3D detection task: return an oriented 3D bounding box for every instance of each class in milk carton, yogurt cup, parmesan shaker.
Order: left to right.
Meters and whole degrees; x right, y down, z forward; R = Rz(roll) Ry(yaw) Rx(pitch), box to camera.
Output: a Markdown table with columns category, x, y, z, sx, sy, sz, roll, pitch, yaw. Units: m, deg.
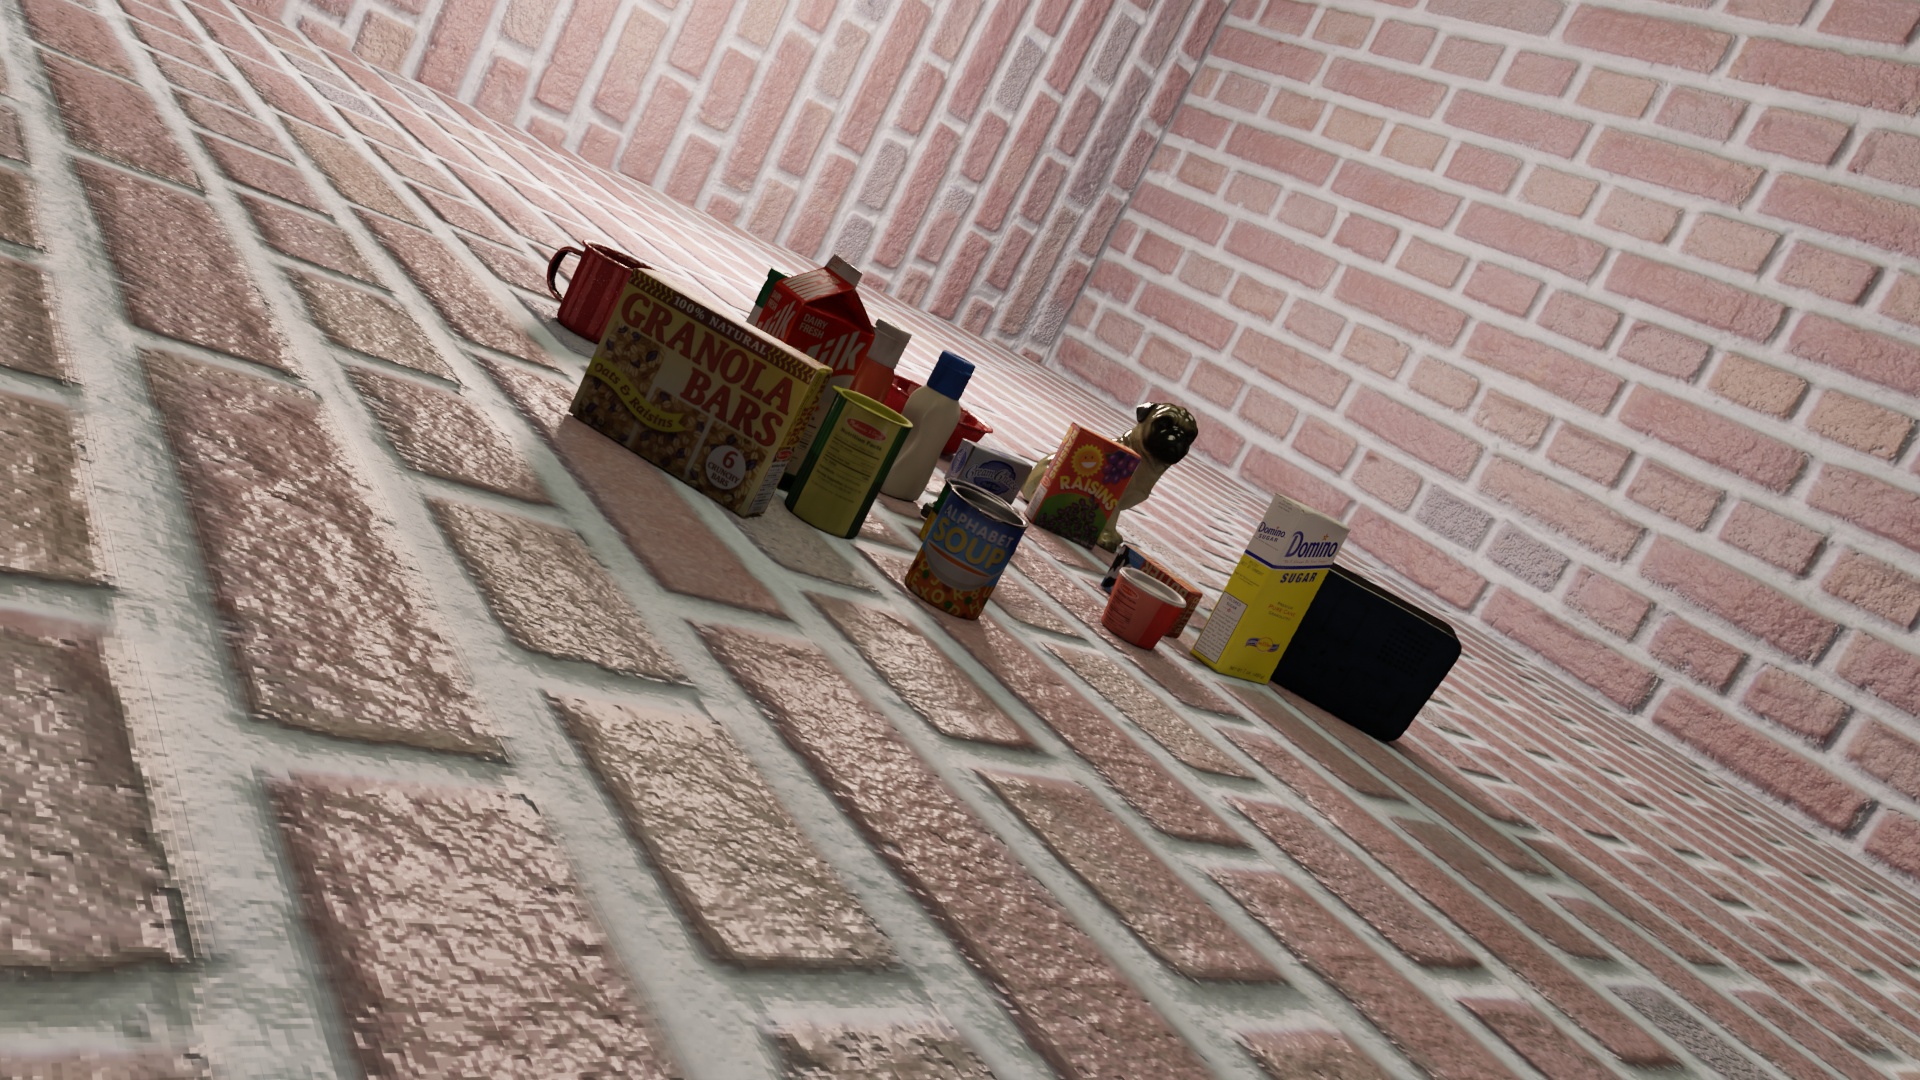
| category | x | y | z | sx | sy | sz | roll | pitch | yaw |
| --- | --- | --- | --- | --- | --- | --- | --- | --- | --- |
| milk carton | -0.135 | -0.144 | 1.150 | 0.073 | 0.190 | 0.072 | 21 | 13 | -33 |
| parmesan shaker | -0.093 | -0.063 | 1.111 | 0.071 | 0.103 | 0.071 | 27 | 11 | -6 |
| yogurt cup | 0.165 | 0.064 | 1.270 | 0.072 | 0.054 | 0.072 | 27 | 11 | -6 |

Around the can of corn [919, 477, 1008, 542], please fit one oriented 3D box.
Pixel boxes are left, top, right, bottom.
| category | x | y | z | sx | sy | sz | roll | pitch | yaw |
| --- | --- | --- | --- | --- | --- | --- | --- | --- | --- |
| can of corn | 0.004 | -0.016 | 1.239 | 0.071 | 0.058 | 0.071 | 27 | 11 | -6 |

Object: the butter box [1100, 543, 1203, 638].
| category | x | y | z | sx | sy | sz | roll | pitch | yaw |
| --- | --- | --- | --- | --- | --- | --- | --- | --- | --- |
| butter box | 0.191 | 0.050 | 1.392 | 0.024 | 0.053 | 0.104 | 17 | 16 | -45 |

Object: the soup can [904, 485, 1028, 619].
| category | x | y | z | sx | sy | sz | roll | pitch | yaw |
| --- | --- | --- | --- | --- | --- | --- | --- | --- | --- |
| soup can | 0.004 | 0.010 | 1.064 | 0.071 | 0.083 | 0.071 | 27 | 11 | -6 |

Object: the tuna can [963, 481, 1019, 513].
| category | x | y | z | sx | sy | sz | roll | pitch | yaw |
| --- | --- | --- | --- | --- | --- | --- | --- | --- | --- |
| tuna can | 0.022 | -0.030 | 1.405 | 0.071 | 0.032 | 0.071 | 27 | 11 | -6 |

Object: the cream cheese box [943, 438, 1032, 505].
| category | x | y | z | sx | sy | sz | roll | pitch | yaw |
| --- | --- | --- | --- | --- | --- | --- | --- | --- | --- |
| cream cheese box | 0.032 | -0.077 | 1.586 | 0.104 | 0.053 | 0.024 | 16 | 16 | -45 |

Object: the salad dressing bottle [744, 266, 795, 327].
| category | x | y | z | sx | sy | sz | roll | pitch | yaw |
| --- | --- | --- | --- | --- | --- | --- | --- | --- | --- |
| salad dressing bottle | -0.190 | -0.180 | 1.290 | 0.044 | 0.147 | 0.064 | 27 | 11 | -5 |

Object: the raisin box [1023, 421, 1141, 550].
| category | x | y | z | sx | sy | sz | roll | pitch | yaw |
| --- | --- | --- | --- | --- | --- | --- | --- | --- | --- |
| raisin box | 0.139 | -0.063 | 1.591 | 0.086 | 0.123 | 0.040 | 24 | 11 | -18 |

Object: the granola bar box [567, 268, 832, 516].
| category | x | y | z | sx | sy | sz | roll | pitch | yaw |
| --- | --- | --- | --- | --- | --- | --- | --- | --- | --- |
| granola bar box | -0.194 | -0.111 | 1.036 | 0.166 | 0.124 | 0.039 | 30 | 11 | 12 |

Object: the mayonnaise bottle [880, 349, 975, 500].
| category | x | y | z | sx | sy | sz | roll | pitch | yaw |
| --- | --- | --- | --- | --- | --- | --- | --- | --- | --- |
| mayonnaise bottle | -0.034 | -0.111 | 1.344 | 0.041 | 0.147 | 0.065 | 35 | 13 | 35 |

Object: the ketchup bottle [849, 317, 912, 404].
| category | x | y | z | sx | sy | sz | roll | pitch | yaw |
| --- | --- | --- | --- | --- | --- | --- | --- | --- | --- |
| ketchup bottle | -0.096 | -0.139 | 1.323 | 0.043 | 0.148 | 0.065 | 22 | 12 | -26 |
